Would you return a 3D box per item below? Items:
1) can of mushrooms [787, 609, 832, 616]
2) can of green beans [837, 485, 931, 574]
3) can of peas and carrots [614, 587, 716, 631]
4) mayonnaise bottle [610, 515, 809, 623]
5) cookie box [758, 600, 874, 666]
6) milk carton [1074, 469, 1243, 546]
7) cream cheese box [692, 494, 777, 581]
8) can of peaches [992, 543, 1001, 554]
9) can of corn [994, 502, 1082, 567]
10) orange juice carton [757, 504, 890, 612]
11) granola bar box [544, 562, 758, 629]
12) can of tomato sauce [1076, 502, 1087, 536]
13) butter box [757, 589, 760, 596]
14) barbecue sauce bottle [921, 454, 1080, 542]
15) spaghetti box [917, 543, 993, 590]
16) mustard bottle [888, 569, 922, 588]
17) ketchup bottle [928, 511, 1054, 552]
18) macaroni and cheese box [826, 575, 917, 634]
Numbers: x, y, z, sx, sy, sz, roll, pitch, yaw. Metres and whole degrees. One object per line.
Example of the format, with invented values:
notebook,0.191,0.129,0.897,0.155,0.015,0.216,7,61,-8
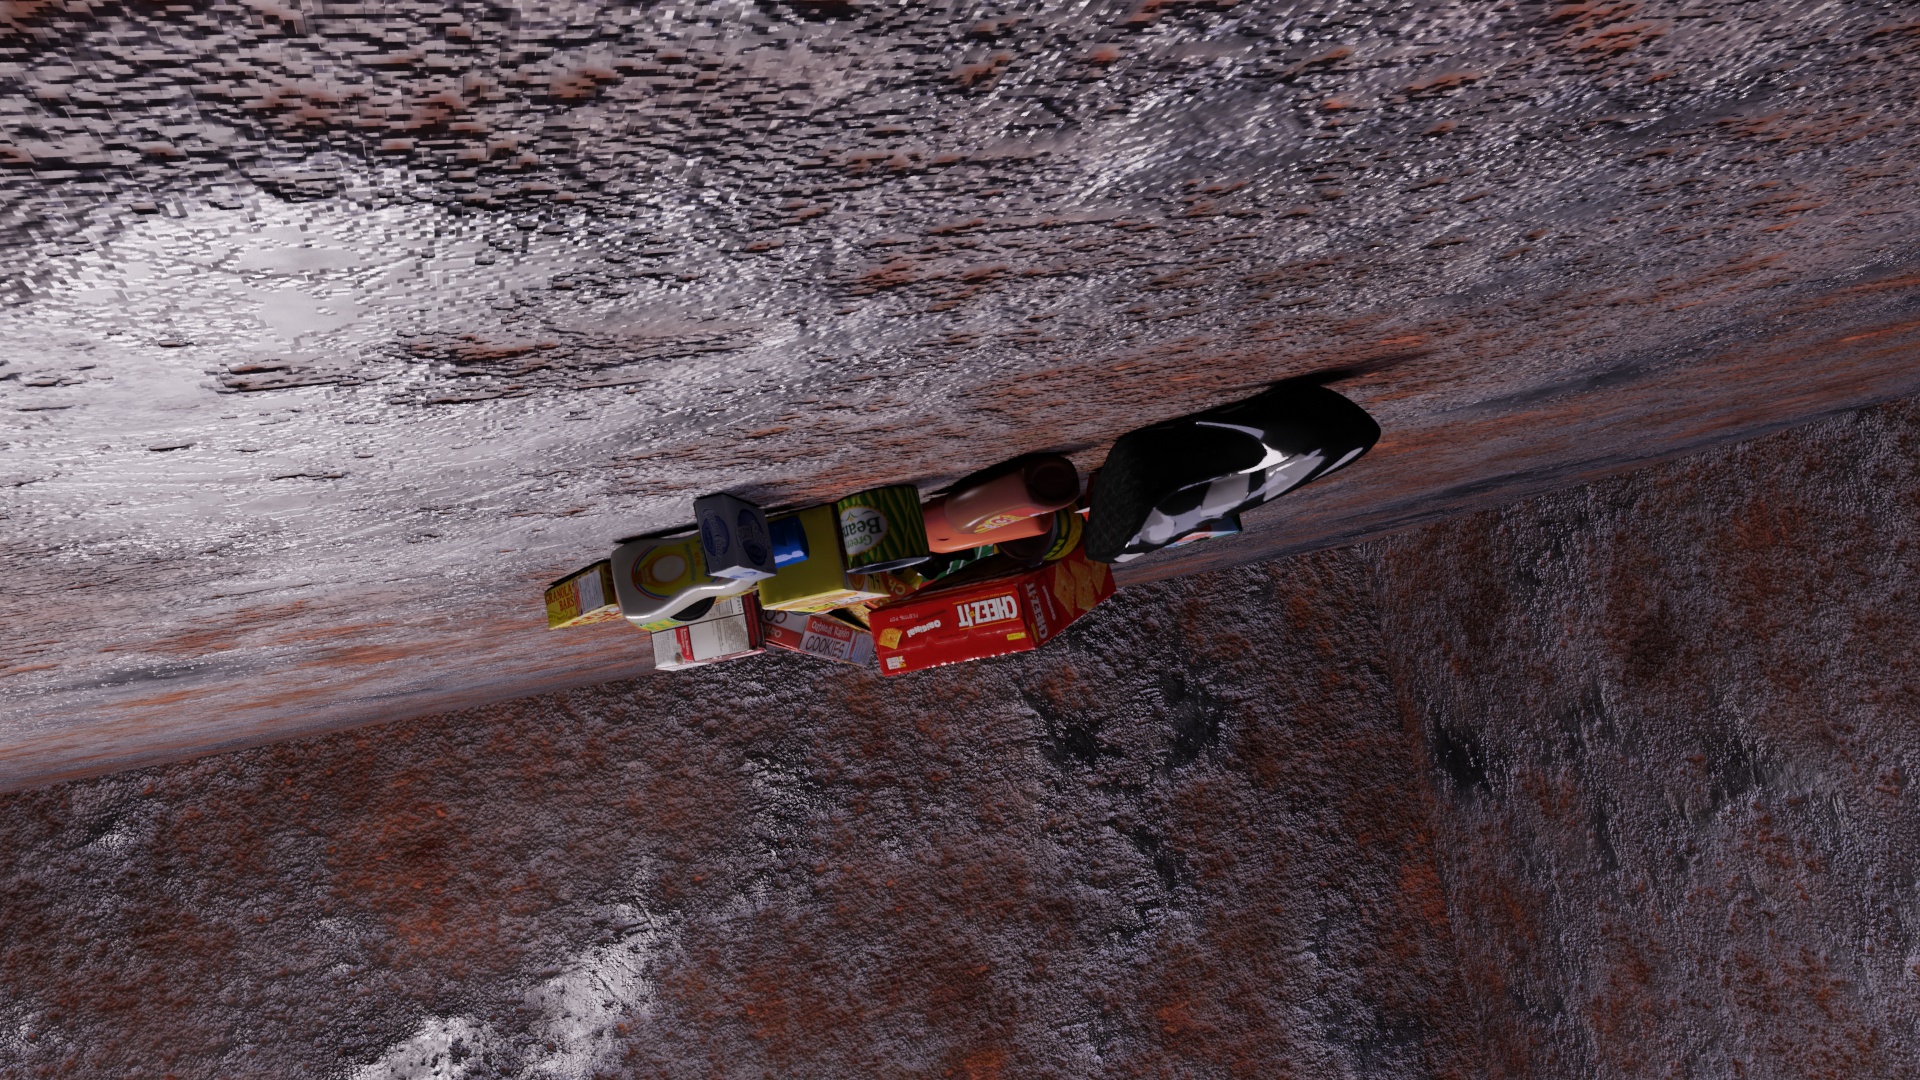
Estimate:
can of mushrooms,-0.144,0.040,1.347,0.071,0.071,0.033,-14,174,23
can of green beans,-0.060,-0.008,1.095,0.071,0.058,0.071,-11,174,-1
can of peas and carrots,-0.246,0.040,1.149,0.071,0.071,0.058,-6,172,-41
mayonnaise bottle,-0.193,0.017,1.076,0.148,0.065,0.041,-16,166,4
cookie box,-0.180,0.092,1.454,0.123,0.040,0.167,15,175,22
milk carton,0.177,-0.034,1.238,0.072,0.073,0.191,-15,173,34
cream cheese box,-0.160,-0.001,0.994,0.024,0.053,0.104,-14,174,7
can of peaches,0.077,0.010,1.472,0.071,0.071,0.058,-8,172,-30
can of corn,0.070,-0.012,1.251,0.071,0.071,0.058,-15,174,28
orange juice carton,-0.111,0.019,1.187,0.073,0.072,0.192,-12,174,10
granola bar box,-0.272,0.041,1.250,0.166,0.039,0.124,-7,172,-40
can of tomato sauce,0.144,-0.012,1.431,0.083,0.071,0.071,-17,172,39
butter box,-0.193,0.040,1.465,0.053,0.024,0.103,-10,174,-16
barbecue sauce bottle,0.024,-0.031,1.113,0.065,0.043,0.148,-9,174,-42
spaghetti box,0.018,0.027,1.626,0.250,0.050,0.029,-13,175,12
mustard bottle,-0.071,0.034,1.527,0.065,0.049,0.160,-12,174,-14
ketchup bottle,0.004,-0.015,1.206,0.148,0.043,0.065,-12,-165,21
macaroni and cheese box,-0.103,0.063,1.470,0.124,0.040,0.166,28,165,-9
